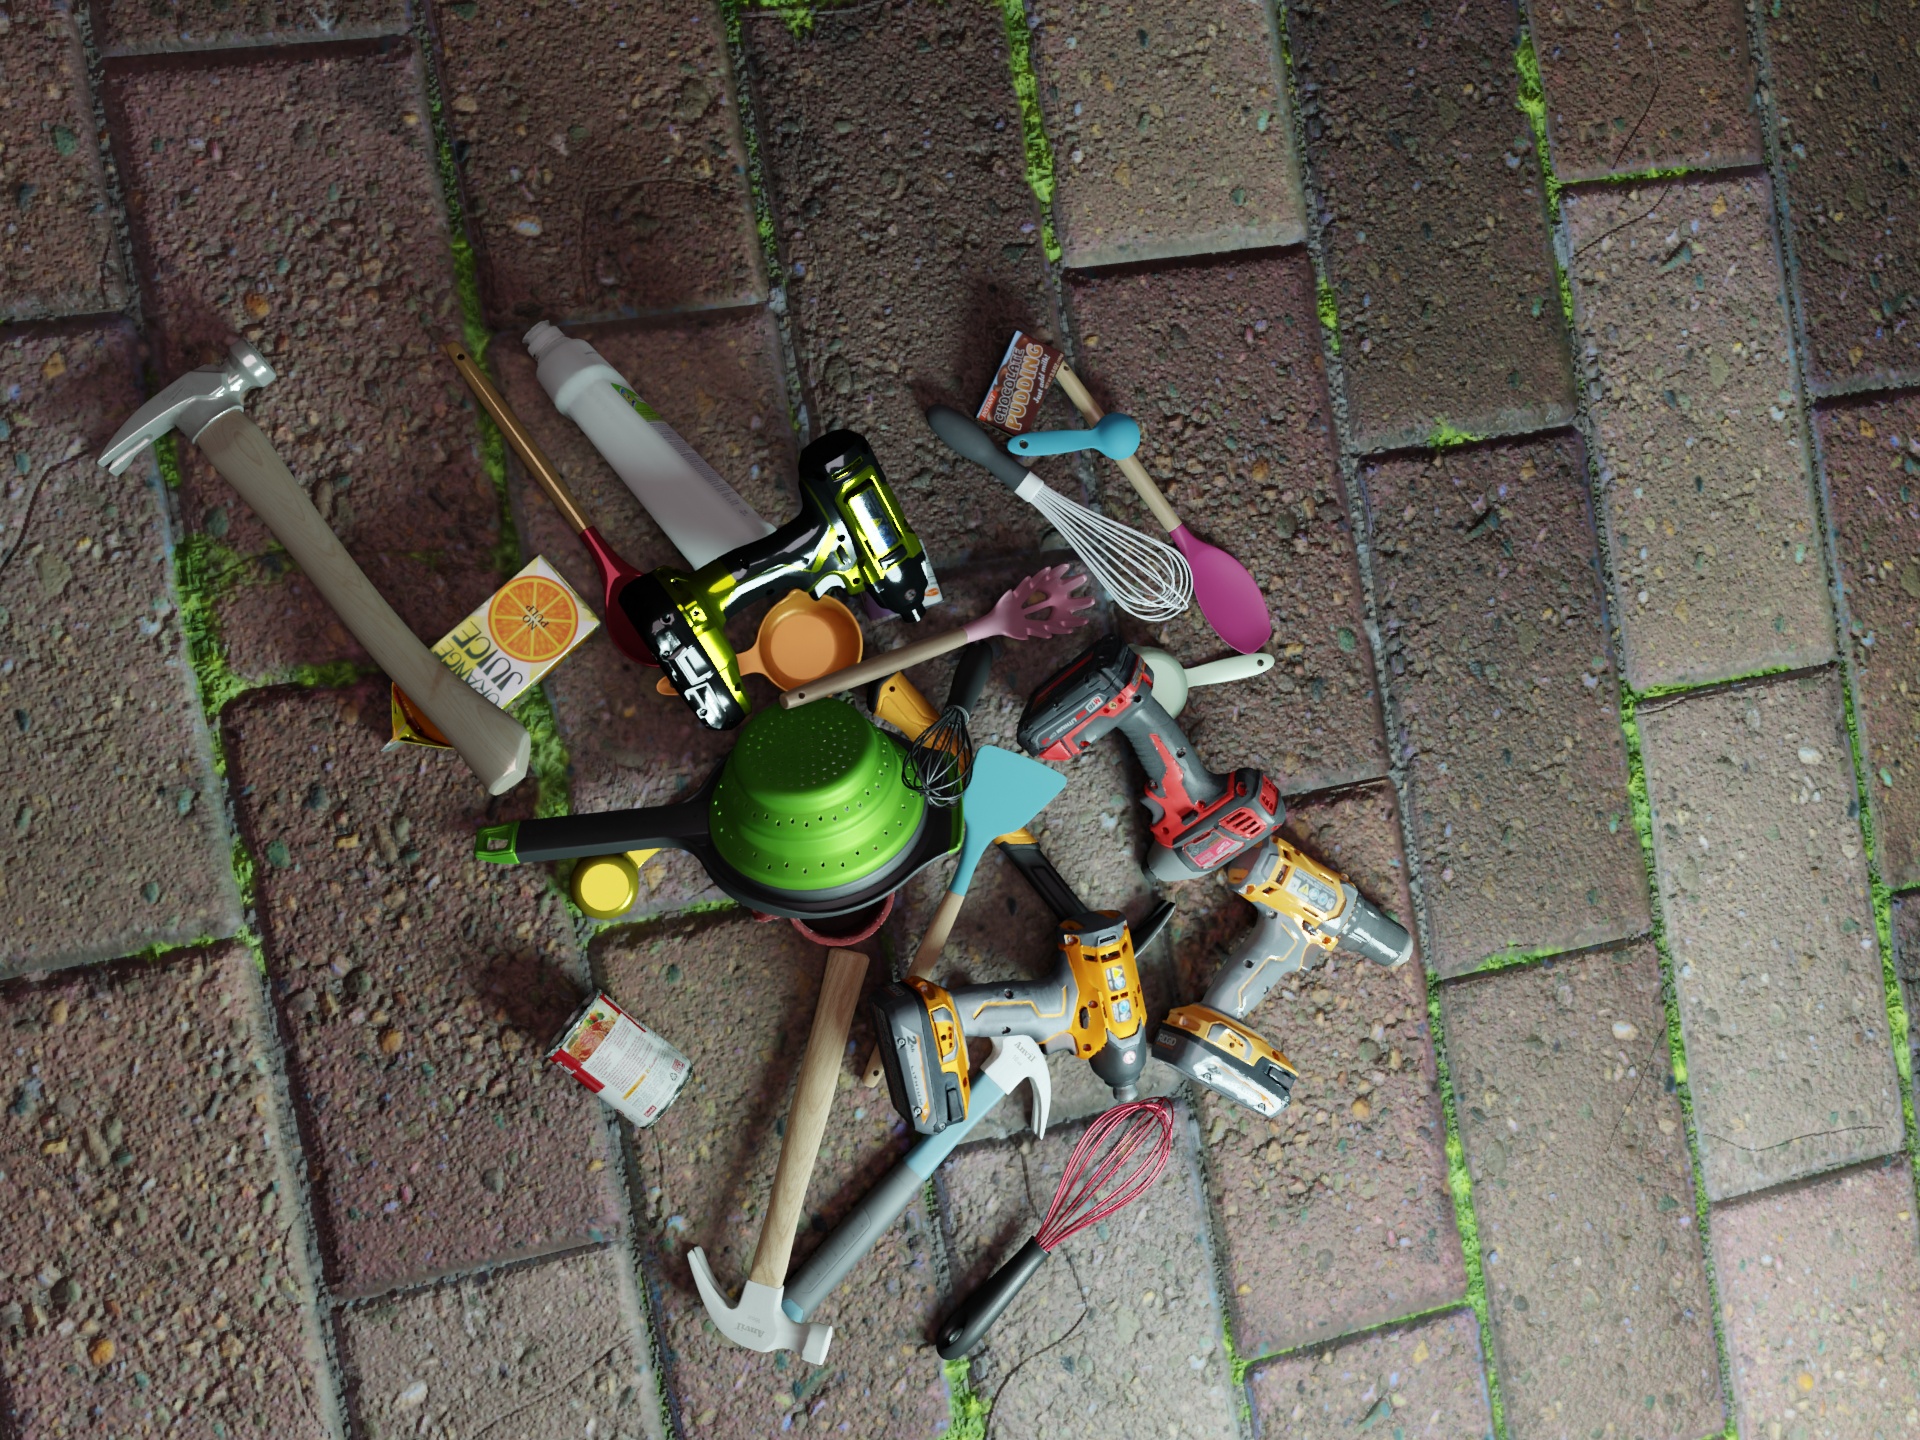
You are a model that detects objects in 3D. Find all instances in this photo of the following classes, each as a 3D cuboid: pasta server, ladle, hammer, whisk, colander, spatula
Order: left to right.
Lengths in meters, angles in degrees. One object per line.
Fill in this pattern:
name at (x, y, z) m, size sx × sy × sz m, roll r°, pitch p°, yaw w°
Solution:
hammer at (-0.479, -0.100, 1.212) m, size 0.146 × 0.038 × 0.411 m, roll -40°, pitch 83°, yaw -8°
ladle at (-0.324, -0.177, 1.304) m, size 0.069 × 0.031 × 0.315 m, roll -37°, pitch 96°, yaw -16°
colander at (-0.199, 0.057, 1.259) m, size 0.397 × 0.094 × 0.205 m, roll -6°, pitch 47°, yaw 1°
hammer at (-0.136, 0.354, 1.331) m, size 0.130 × 0.031 × 0.331 m, roll 13°, pitch 82°, yaw 9°
hammer at (-0.050, 0.395, 1.364) m, size 0.128 × 0.033 × 0.331 m, roll 45°, pitch 81°, yaw -8°
pasta server at (-0.015, -0.064, 1.315) m, size 0.316 × 0.040 × 0.060 m, roll -22°, pitch 94°, yaw -36°
spatula at (-0.013, 0.171, 1.344) m, size 0.082 × 0.044 × 0.317 m, roll 23°, pitch 95°, yaw -17°
whisk at (-0.001, -0.005, 1.291) m, size 0.055 × 0.239 × 0.055 m, roll 6°, pitch 122°, yaw 9°
hammer at (0.042, 0.085, 1.383) m, size 0.127 × 0.034 × 0.336 m, roll -41°, pitch 98°, yaw -9°
whisk at (0.083, 0.442, 1.384) m, size 0.073 × 0.073 × 0.296 m, roll 44°, pitch 86°, yaw -10°
whisk at (0.085, -0.184, 1.385) m, size 0.284 × 0.070 × 0.070 m, roll 37°, pitch 82°, yaw -5°

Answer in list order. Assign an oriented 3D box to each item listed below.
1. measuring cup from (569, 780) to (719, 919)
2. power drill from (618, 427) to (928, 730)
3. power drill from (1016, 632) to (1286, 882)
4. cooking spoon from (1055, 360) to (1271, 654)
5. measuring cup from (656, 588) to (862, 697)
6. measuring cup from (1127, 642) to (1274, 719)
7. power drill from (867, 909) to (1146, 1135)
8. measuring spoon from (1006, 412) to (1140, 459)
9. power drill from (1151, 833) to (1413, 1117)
measuring cup at (-0.257, 0.104, 1.317) m, size 0.156 × 0.029 × 0.062 m, roll -42°, pitch 99°, yaw -8°
power drill at (-0.135, -0.099, 1.239) m, size 0.223 × 0.080 × 0.171 m, roll -35°, pitch 127°, yaw -10°
power drill at (0.158, 0.045, 1.370) m, size 0.219 × 0.079 × 0.143 m, roll 44°, pitch 122°, yaw -11°
cooking spoon at (0.177, -0.193, 1.420) m, size 0.069 × 0.017 × 0.319 m, roll -41°, pitch 99°, yaw -27°
measuring cup at (-0.169, -0.051, 1.327) m, size 0.173 × 0.052 × 0.095 m, roll -17°, pitch 94°, yaw -10°
measuring cup at (0.208, -0.038, 1.417) m, size 0.167 × 0.038 × 0.083 m, roll -12°, pitch 93°, yaw -10°
power drill at (0.051, 0.266, 1.329) m, size 0.226 × 0.084 × 0.164 m, roll -15°, pitch 97°, yaw -17°
measuring spoon at (0.101, -0.245, 1.375) m, size 0.128 × 0.021 × 0.042 m, roll -9°, pitch 87°, yaw -23°
power drill at (0.292, 0.236, 1.420) m, size 0.185 × 0.084 × 0.226 m, roll 30°, pitch 79°, yaw -13°
